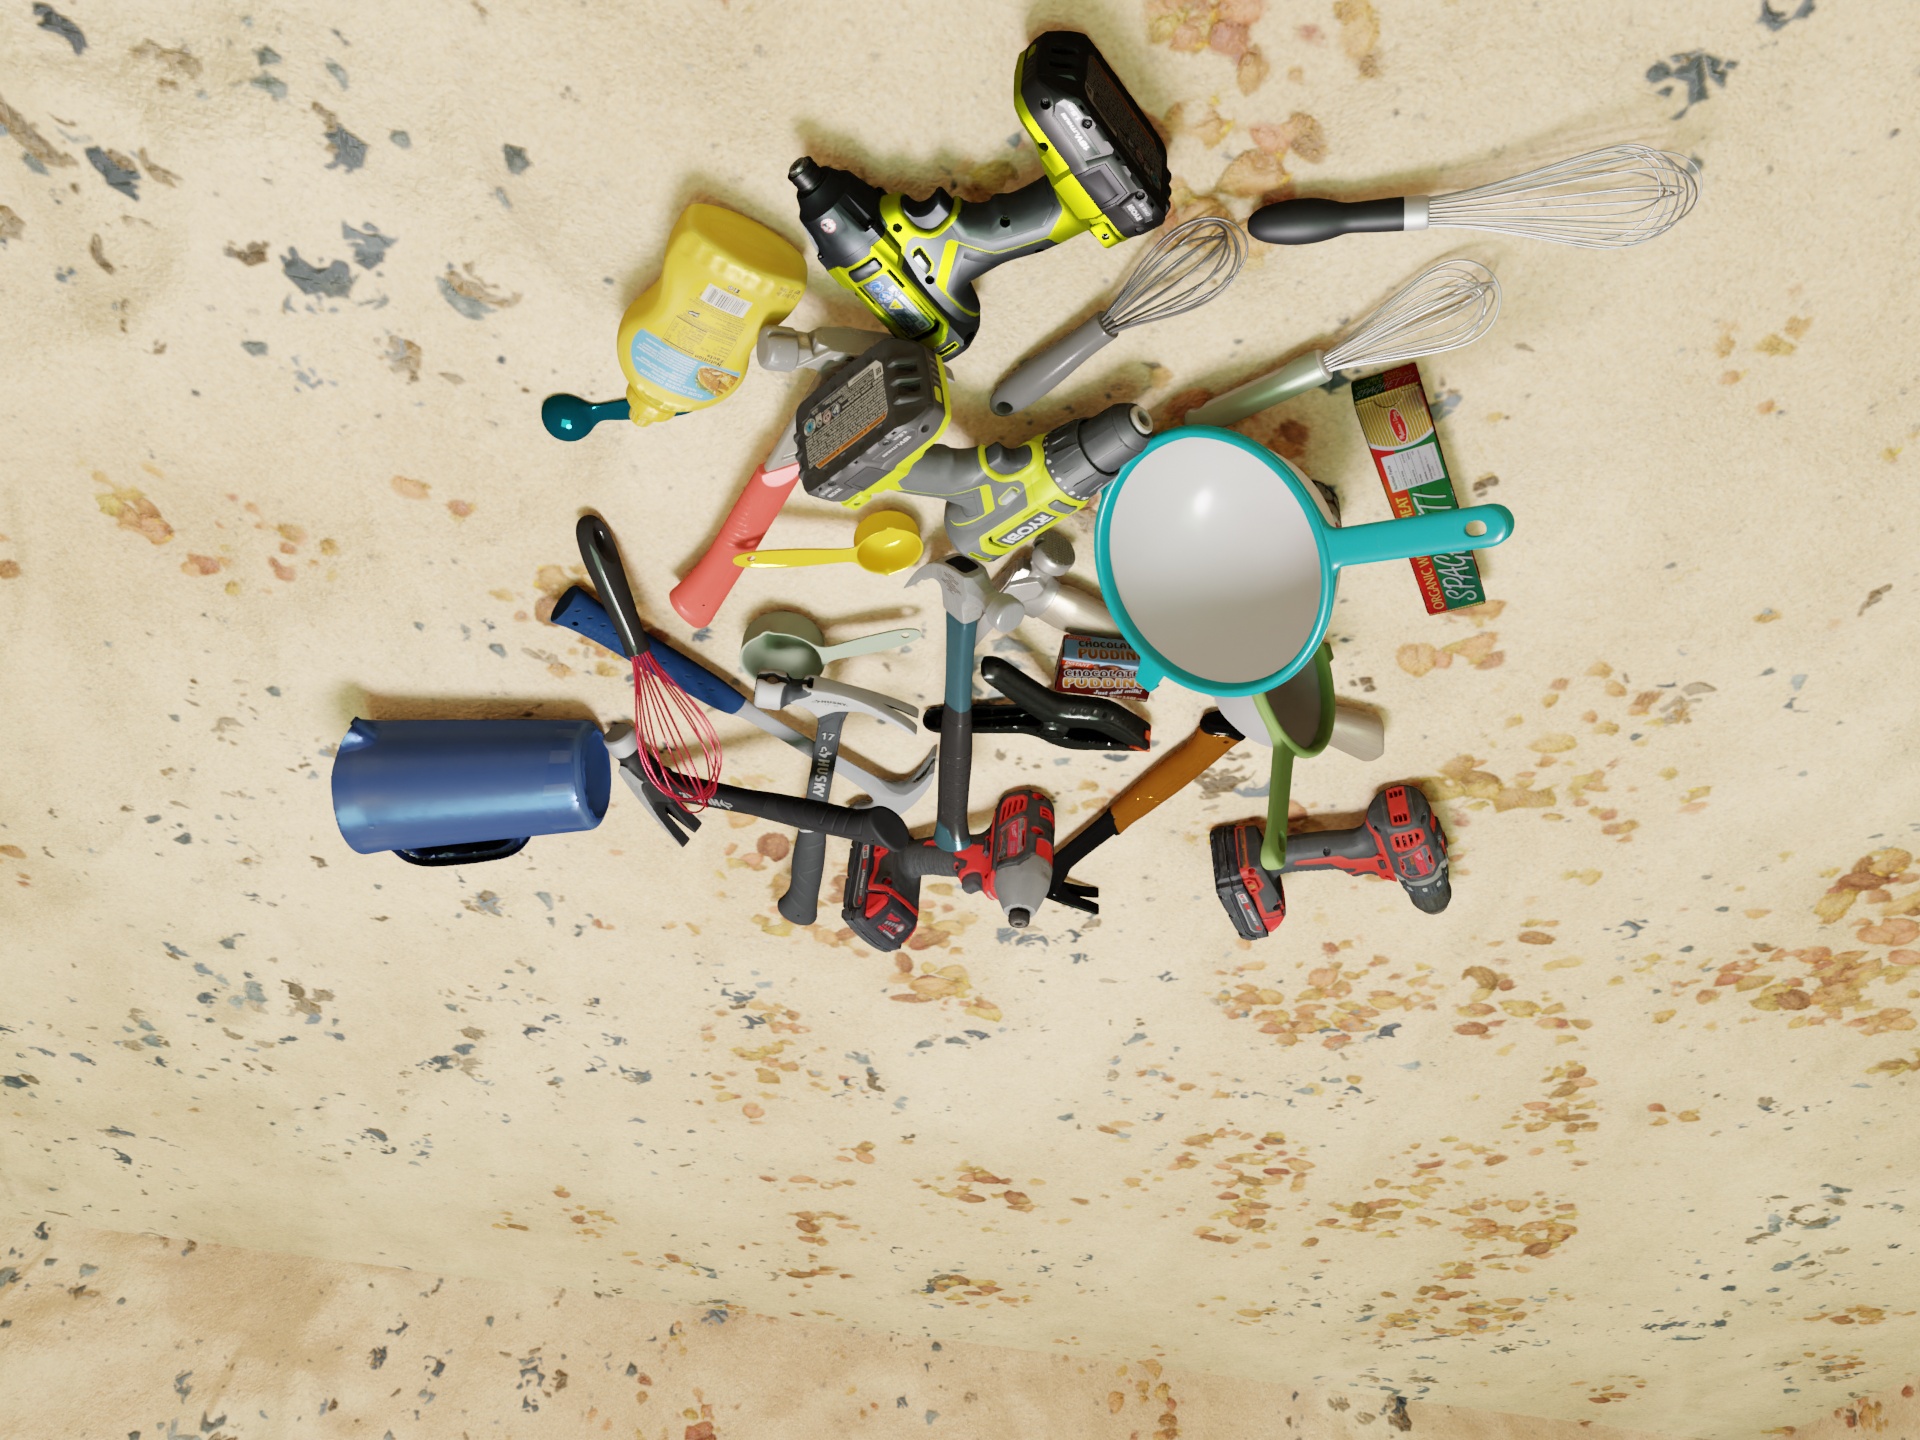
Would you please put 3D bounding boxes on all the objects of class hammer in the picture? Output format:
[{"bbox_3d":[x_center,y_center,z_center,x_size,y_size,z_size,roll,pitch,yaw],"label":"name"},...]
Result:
[{"bbox_3d":[0.175,0.092,1.593,0.127,0.034,0.336,24,137,-21],"label":"hammer"},{"bbox_3d":[-0.198,-0.012,1.499,0.405,0.035,0.144,33,133,-30],"label":"hammer"},{"bbox_3d":[-0.188,0.083,1.504,0.335,0.035,0.146,9,139,35],"label":"hammer"},{"bbox_3d":[-0.138,0.091,1.565,0.149,0.036,0.408,9,143,-5],"label":"hammer"},{"bbox_3d":[0.206,-0.041,1.427,0.410,0.038,0.146,22,139,-21],"label":"hammer"},{"bbox_3d":[-0.145,-0.183,1.270,0.149,0.037,0.359,1,150,-30],"label":"hammer"},{"bbox_3d":[-0.002,-0.004,1.395,0.033,0.128,0.330,-25,139,-27],"label":"hammer"}]

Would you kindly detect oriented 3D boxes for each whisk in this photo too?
[{"bbox_3d":[-0.276,-0.045,1.397,0.073,0.073,0.295,-9,118,16],"label":"whisk"},{"bbox_3d":[0.270,-0.262,1.150,0.246,0.058,0.059,-21,100,31],"label":"whisk"},{"bbox_3d":[0.332,-0.335,1.044,0.284,0.070,0.070,0,141,14],"label":"whisk"},{"bbox_3d":[0.106,-0.282,1.139,0.055,0.055,0.239,32,137,-30],"label":"whisk"}]

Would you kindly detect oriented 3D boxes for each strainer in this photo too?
[{"bbox_3d":[0.246,0.009,1.319,0.069,0.257,0.151,-14,143,37],"label":"strainer"},{"bbox_3d":[0.259,-0.134,1.184,0.340,0.095,0.211,-4,106,43],"label":"strainer"}]

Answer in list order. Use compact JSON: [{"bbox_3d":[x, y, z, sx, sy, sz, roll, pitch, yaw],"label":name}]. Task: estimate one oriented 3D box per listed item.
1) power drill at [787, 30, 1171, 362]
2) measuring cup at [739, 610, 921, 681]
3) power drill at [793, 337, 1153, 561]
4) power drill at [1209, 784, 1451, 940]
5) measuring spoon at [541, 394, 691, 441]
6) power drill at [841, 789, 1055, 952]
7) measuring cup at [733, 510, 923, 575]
[{"bbox_3d":[0.010,-0.343,1.047,0.223,0.080,0.171,-21,135,32],"label":"power drill"},{"bbox_3d":[-0.115,-0.073,1.418,0.167,0.038,0.083,-10,139,11],"label":"measuring cup"},{"bbox_3d":[0.012,-0.199,1.173,0.228,0.080,0.190,12,150,-43],"label":"power drill"},{"bbox_3d":[0.385,0.156,1.622,0.226,0.080,0.187,-15,137,18],"label":"power drill"},{"bbox_3d":[-0.268,-0.236,1.242,0.128,0.021,0.042,-3,140,11],"label":"measuring spoon"},{"bbox_3d":[-0.007,0.159,1.608,0.219,0.143,0.078,-16,139,27],"label":"power drill"},{"bbox_3d":[-0.110,-0.146,1.311,0.156,0.029,0.062,-4,147,-7],"label":"measuring cup"}]
